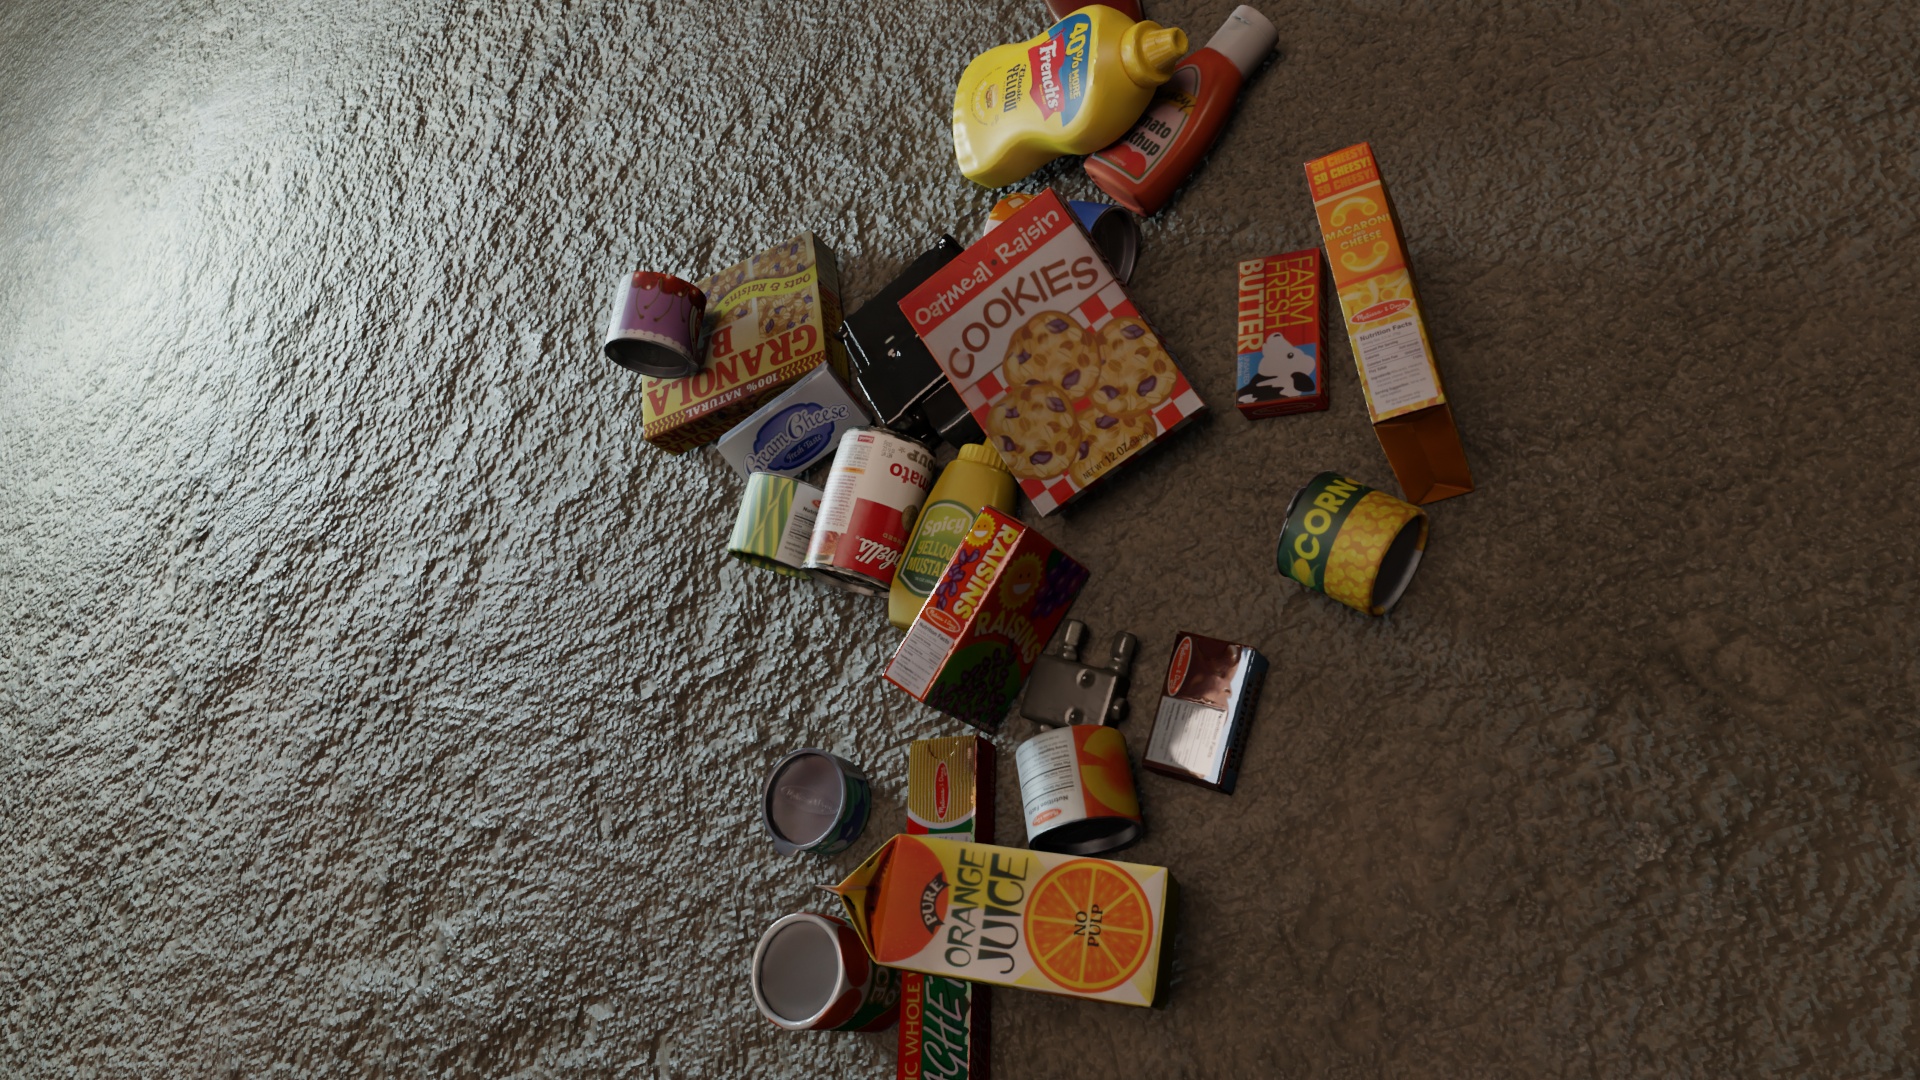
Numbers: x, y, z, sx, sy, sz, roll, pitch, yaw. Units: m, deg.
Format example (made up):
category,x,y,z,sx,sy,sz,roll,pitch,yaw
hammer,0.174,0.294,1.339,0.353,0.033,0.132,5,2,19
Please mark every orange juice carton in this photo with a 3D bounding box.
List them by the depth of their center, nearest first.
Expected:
category,x,y,z,sx,sy,sz,roll,pitch,yaw
orange juice carton,0.020,0.210,0.774,0.193,0.071,0.073,4,71,15

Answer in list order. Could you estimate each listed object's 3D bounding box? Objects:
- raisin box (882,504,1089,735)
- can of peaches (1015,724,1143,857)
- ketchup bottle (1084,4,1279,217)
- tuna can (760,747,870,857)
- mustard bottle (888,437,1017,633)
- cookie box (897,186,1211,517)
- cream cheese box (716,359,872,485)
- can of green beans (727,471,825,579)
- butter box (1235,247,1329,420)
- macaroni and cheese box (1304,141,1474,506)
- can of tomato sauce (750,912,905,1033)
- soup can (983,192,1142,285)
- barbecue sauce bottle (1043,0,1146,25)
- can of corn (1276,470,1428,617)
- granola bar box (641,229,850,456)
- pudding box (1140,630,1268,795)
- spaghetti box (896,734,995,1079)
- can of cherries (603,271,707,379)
category,x,y,z,sx,sy,sz,roll,pitch,yaw
raisin box,0.017,0.050,0.856,0.040,0.086,0.123,30,88,39
can of peaches,0.069,0.146,0.802,0.071,0.071,0.058,-22,57,21
ketchup bottle,0.153,-0.291,0.938,0.148,0.043,0.065,-49,53,4
tuna can,-0.095,0.173,0.904,0.071,0.033,0.071,-11,66,26
mustard bottle,0.003,-0.011,0.910,0.065,0.048,0.160,11,77,31
cookie box,0.058,-0.117,0.874,0.122,0.040,0.167,-35,83,15
cream cheese box,-0.120,-0.079,1.003,0.103,0.053,0.024,-34,18,14
can of green beans,-0.124,-0.010,0.971,0.071,0.071,0.058,9,77,32
butter box,0.199,-0.129,0.860,0.053,0.024,0.104,-6,69,28
macaroni and cheese box,0.240,-0.118,0.773,0.040,0.123,0.167,-16,64,21
can of tomato sauce,-0.073,0.258,0.828,0.071,0.083,0.071,-11,67,26
soup can,0.069,-0.198,0.938,0.084,0.071,0.071,18,81,34
barbecue sauce bottle,0.105,-0.368,0.995,0.065,0.043,0.149,-27,61,15
can of corn,0.217,0.001,0.771,0.058,0.071,0.071,28,86,33
granola bar box,-0.168,-0.150,1.067,0.165,0.039,0.124,-19,62,22
pudding box,0.141,0.099,0.801,0.049,0.030,0.084,10,76,33
spaghetti box,-0.009,0.243,0.830,0.050,0.028,0.251,-9,67,26
can of cherries,-0.225,-0.161,1.041,0.071,0.071,0.058,-2,69,29
